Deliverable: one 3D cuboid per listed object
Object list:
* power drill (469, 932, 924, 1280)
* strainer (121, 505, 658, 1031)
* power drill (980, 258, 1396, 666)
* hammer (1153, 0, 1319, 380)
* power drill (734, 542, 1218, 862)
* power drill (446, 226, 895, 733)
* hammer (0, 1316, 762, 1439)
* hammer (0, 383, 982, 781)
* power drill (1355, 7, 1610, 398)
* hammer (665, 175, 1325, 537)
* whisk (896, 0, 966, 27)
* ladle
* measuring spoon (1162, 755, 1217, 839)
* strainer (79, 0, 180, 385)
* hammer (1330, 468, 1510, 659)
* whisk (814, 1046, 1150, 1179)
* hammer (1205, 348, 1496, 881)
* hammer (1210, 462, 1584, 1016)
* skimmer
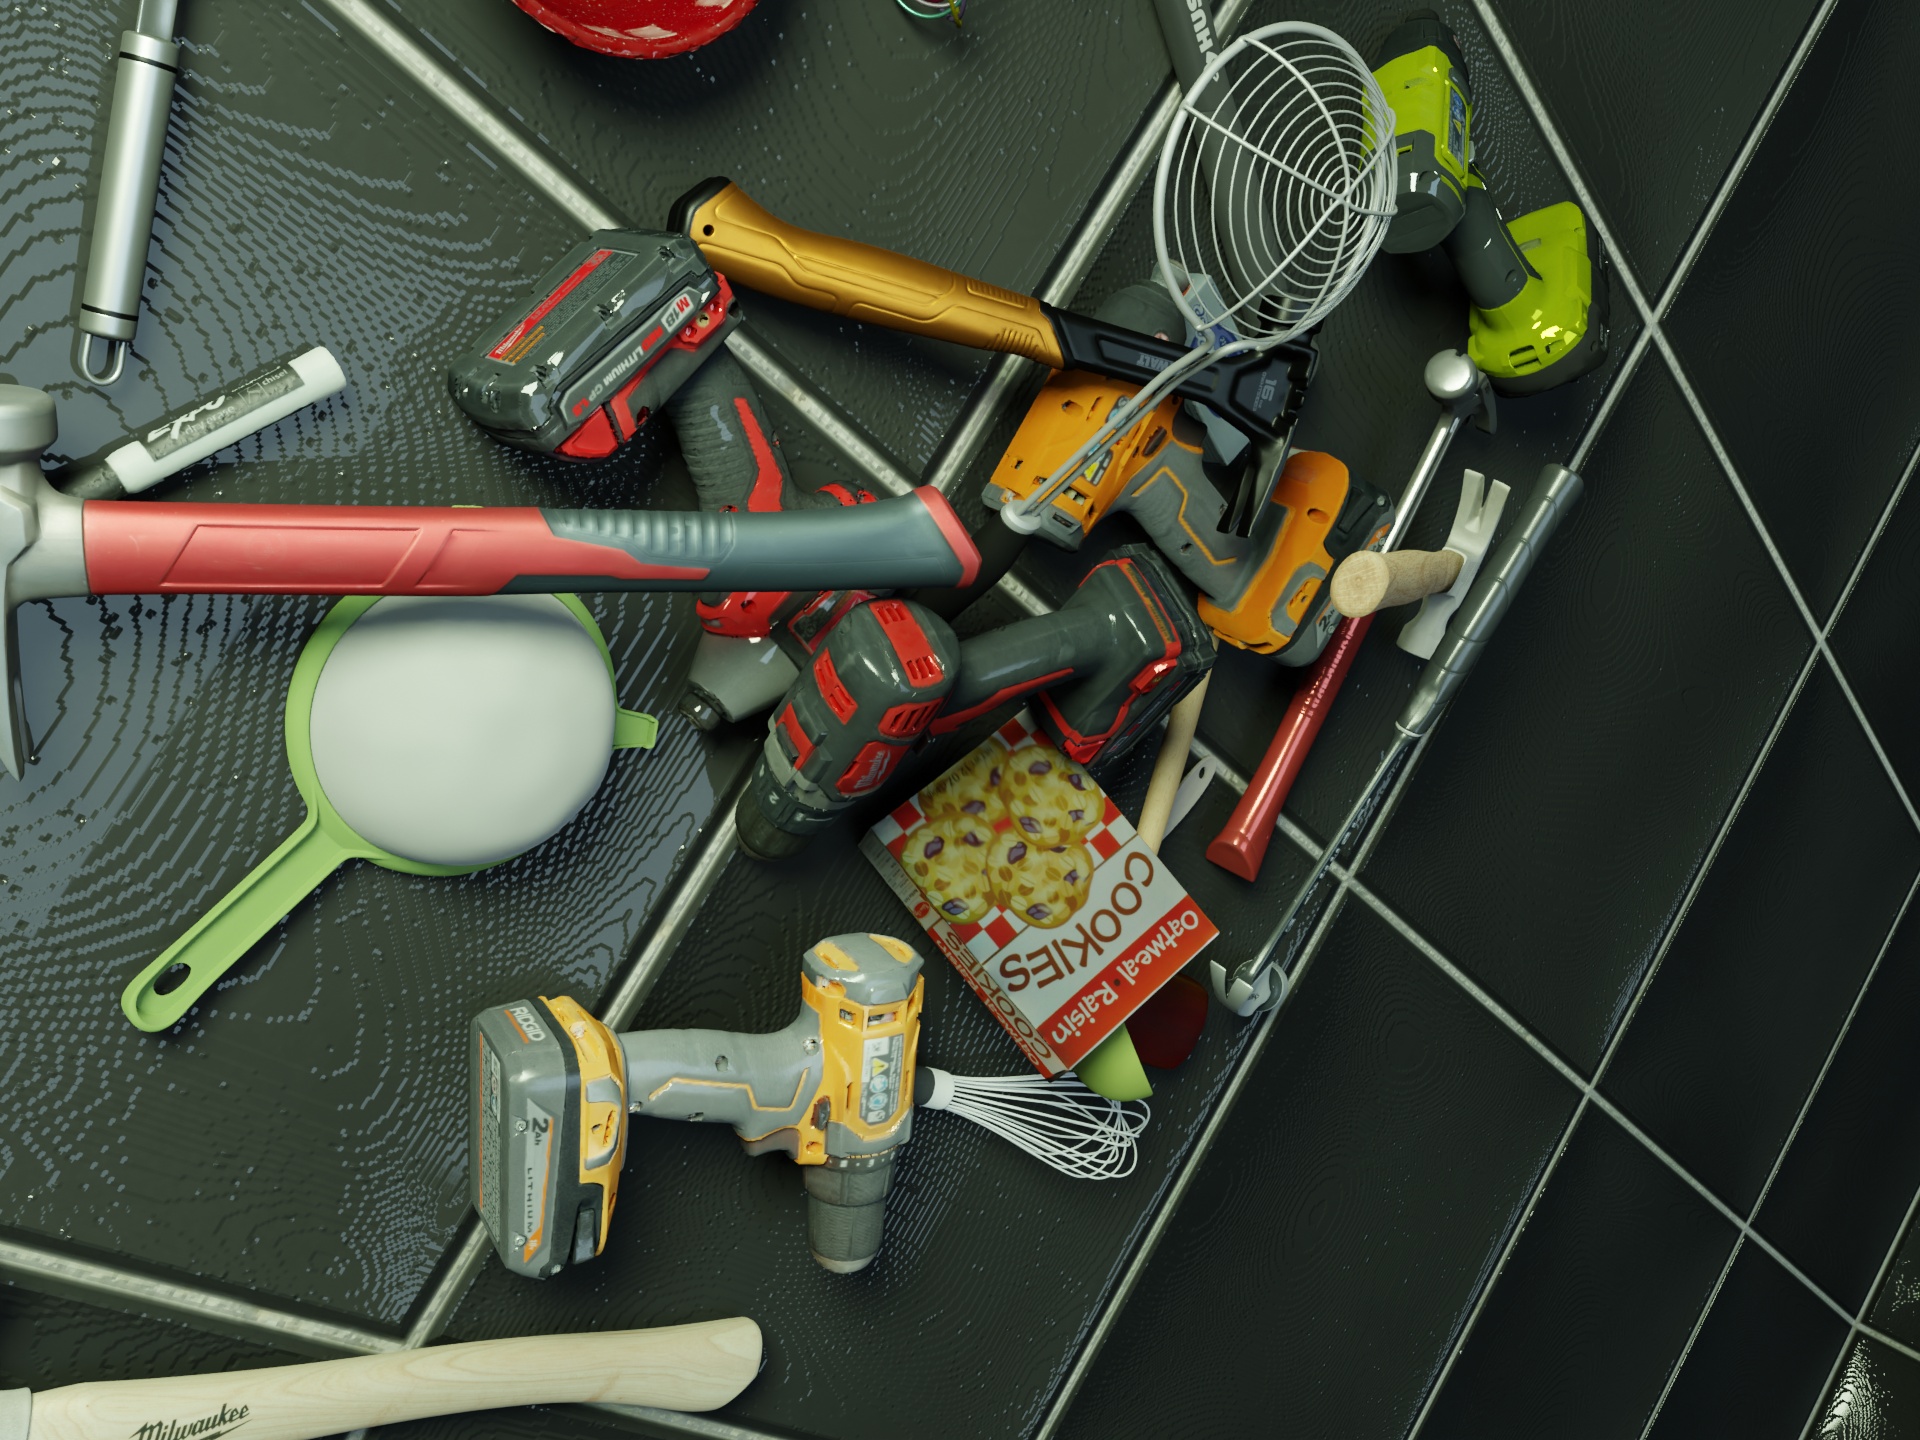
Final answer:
[{"bbox_3d":[-0.125,0.212,0.804,0.226,0.084,0.185,-5,108,-31],"label":"power drill"},{"bbox_3d":[-0.242,0.041,0.676,0.256,0.069,0.151,-47,128,-19],"label":"strainer"},{"bbox_3d":[0.138,-0.141,0.896,0.226,0.084,0.164,26,95,-31],"label":"power drill"},{"bbox_3d":[0.140,-0.327,0.889,0.146,0.035,0.334,-40,126,-23],"label":"hammer"},{"bbox_3d":[-0.001,-0.003,0.808,0.226,0.080,0.187,-14,156,-37],"label":"power drill"},{"bbox_3d":[-0.120,-0.101,0.728,0.143,0.079,0.219,-49,131,-15],"label":"power drill"},{"bbox_3d":[-0.269,0.313,0.765,0.410,0.038,0.146,12,95,-41],"label":"hammer"},{"bbox_3d":[-0.178,-0.053,0.635,0.386,0.038,0.143,-2,114,-21],"label":"hammer"},{"bbox_3d":[0.325,-0.322,0.995,0.223,0.080,0.171,35,55,-38],"label":"power drill"},{"bbox_3d":[0.021,-0.186,0.775,0.336,0.034,0.127,11,100,-23],"label":"hammer"},{"bbox_3d":[-0.034,-0.439,0.714,0.047,0.051,0.244,-43,125,-46],"label":"whisk"},{"bbox_3d":[0.127,0.069,0.960,0.078,0.062,0.320,67,40,-72],"label":"ladle"},{"bbox_3d":[0.125,0.064,1.020,0.124,0.018,0.034,-46,127,-27],"label":"measuring spoon"},{"bbox_3d":[-0.286,-0.247,0.569,0.086,0.050,0.258,0,108,-54],"label":"strainer"},{"bbox_3d":[0.276,-0.090,0.961,0.331,0.031,0.130,-13,128,-64],"label":"hammer"},{"bbox_3d":[0.009,0.225,0.949,0.284,0.070,0.070,23,89,-36],"label":"whisk"},{"bbox_3d":[0.259,-0.061,1.053,0.359,0.037,0.149,-65,157,4],"label":"hammer"},{"bbox_3d":[0.279,0.018,1.027,0.409,0.036,0.149,-60,159,6],"label":"hammer"},{"bbox_3d":[0.058,-0.153,0.742,0.127,0.363,0.090,5,58,-38],"label":"skimmer"}]
